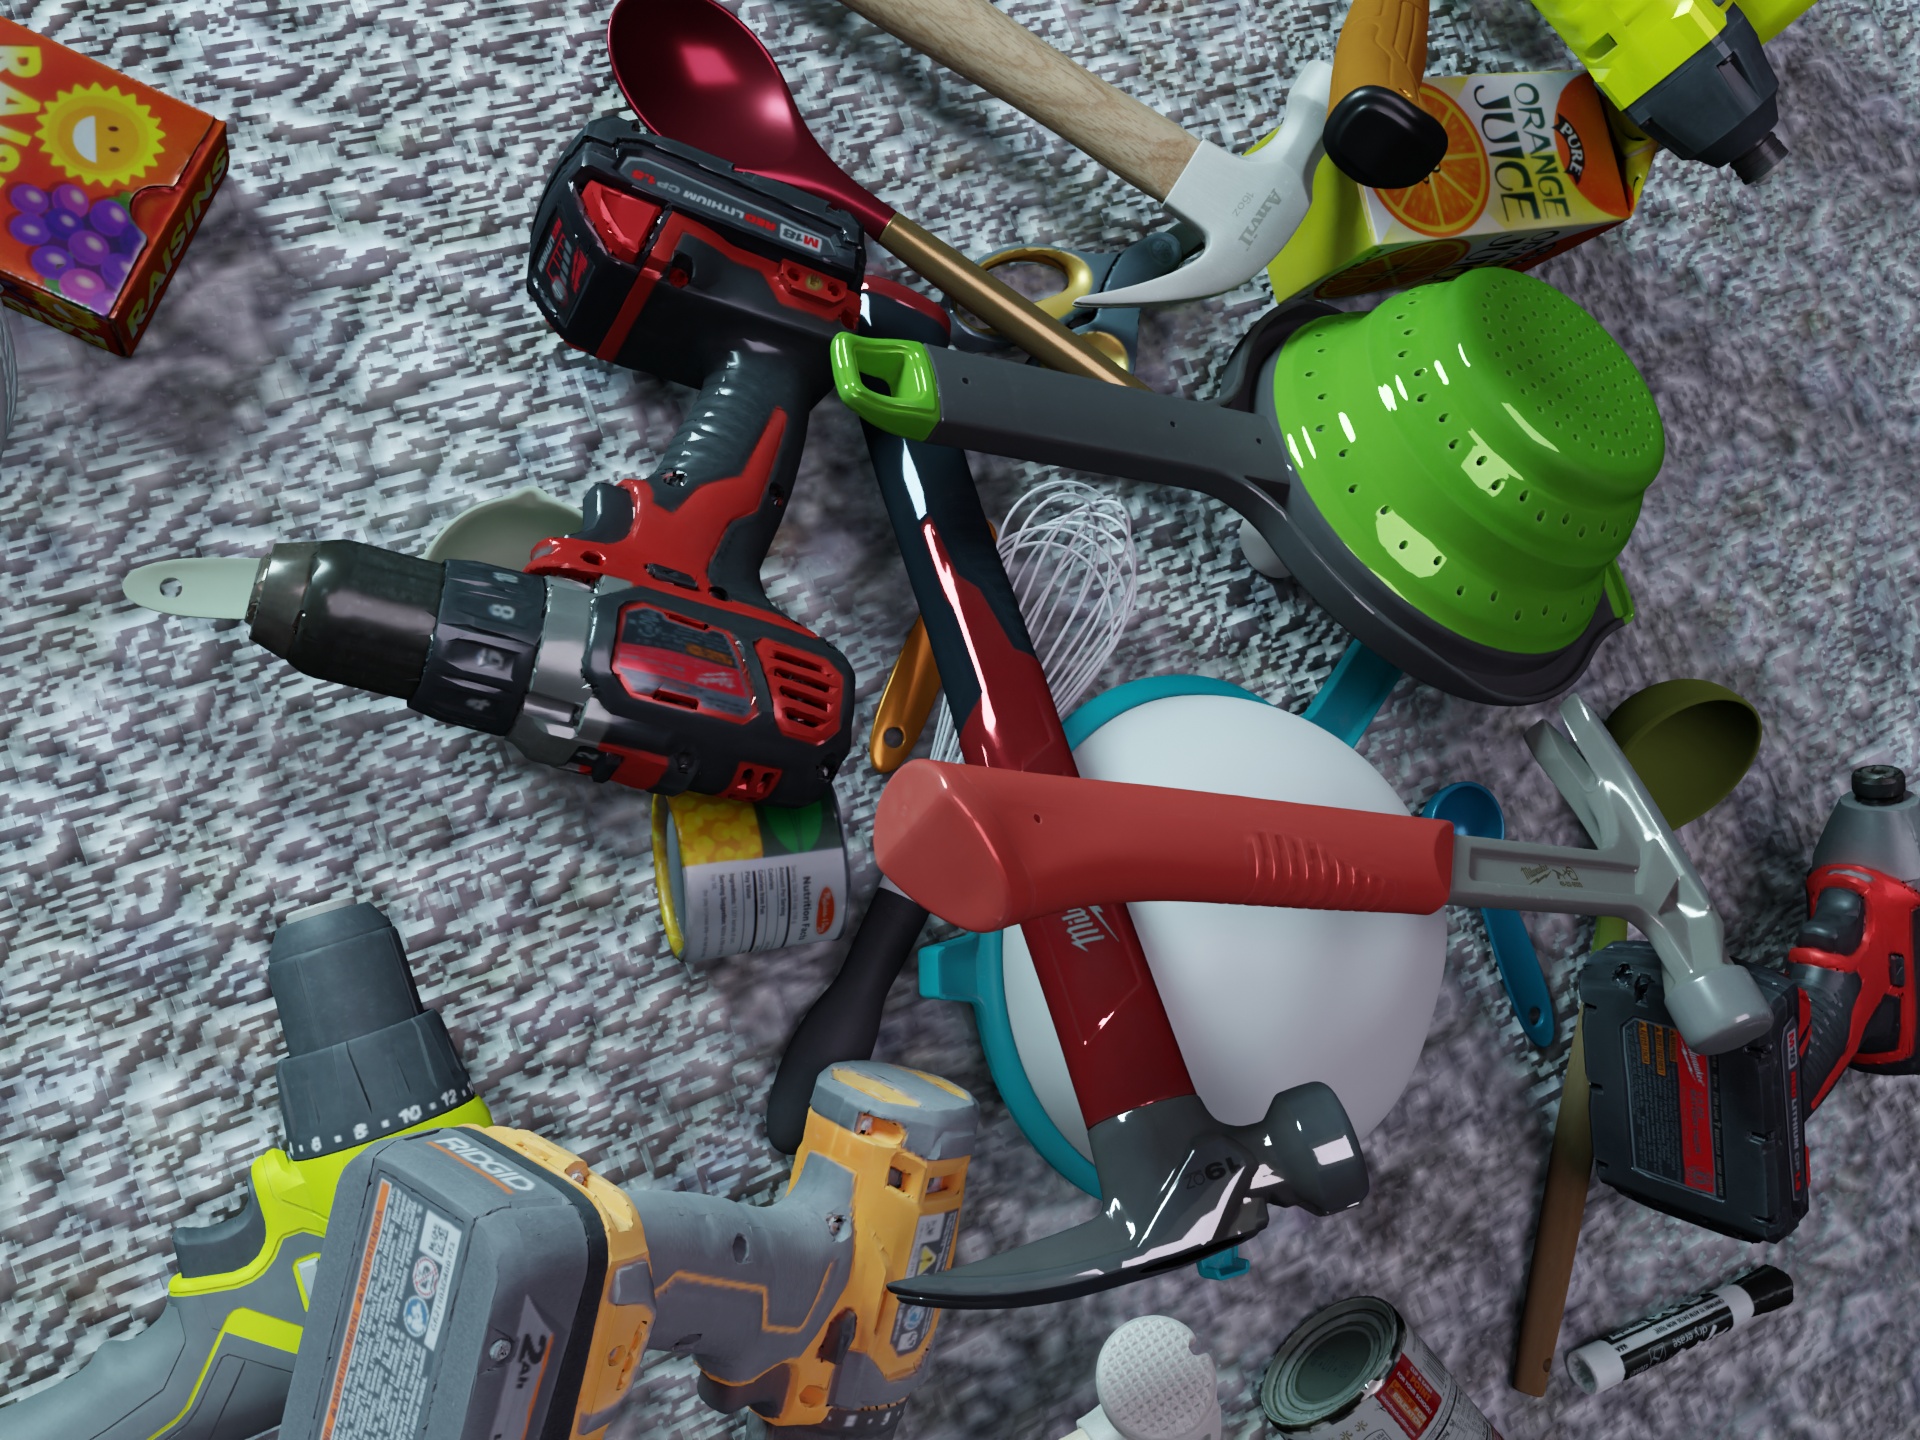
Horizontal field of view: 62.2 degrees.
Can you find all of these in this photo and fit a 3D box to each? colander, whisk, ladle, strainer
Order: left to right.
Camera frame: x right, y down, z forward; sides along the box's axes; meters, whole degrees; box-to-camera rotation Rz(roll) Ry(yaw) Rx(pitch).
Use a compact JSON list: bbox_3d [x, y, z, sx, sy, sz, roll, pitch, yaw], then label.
[{"bbox_3d":[-0.007,-0.186,0.645,0.315,0.031,0.069,34,66,-6],"label":"ladle"},{"bbox_3d":[-0.005,0.033,0.611,0.070,0.070,0.285,30,77,-13],"label":"whisk"},{"bbox_3d":[0.145,-0.121,0.612,0.396,0.094,0.205,5,58,-30],"label":"colander"},{"bbox_3d":[0.149,0.039,0.620,0.210,0.095,0.340,48,64,-21],"label":"strainer"},{"bbox_3d":[0.289,0.134,0.696,0.078,0.062,0.320,23,76,-32],"label":"ladle"}]

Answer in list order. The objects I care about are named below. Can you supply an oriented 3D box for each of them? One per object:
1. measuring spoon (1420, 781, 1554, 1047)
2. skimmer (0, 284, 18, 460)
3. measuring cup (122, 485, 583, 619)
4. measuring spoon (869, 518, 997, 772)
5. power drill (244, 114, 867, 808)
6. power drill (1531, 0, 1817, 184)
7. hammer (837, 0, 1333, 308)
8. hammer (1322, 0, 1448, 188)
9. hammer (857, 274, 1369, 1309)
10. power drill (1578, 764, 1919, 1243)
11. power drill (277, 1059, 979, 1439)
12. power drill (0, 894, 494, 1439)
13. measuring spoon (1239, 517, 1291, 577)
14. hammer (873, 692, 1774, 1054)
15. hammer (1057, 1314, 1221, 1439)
[{"bbox_3d":[0.234,0.087,0.708,0.042,0.021,0.128,-27,99,-24],"label":"measuring spoon"},{"bbox_3d":[-0.367,0.006,0.466,0.127,0.090,0.363,7,80,15],"label":"skimmer"},{"bbox_3d":[-0.200,-0.041,0.562,0.167,0.038,0.083,1,81,-17],"label":"measuring cup"},{"bbox_3d":[-0.010,-0.032,0.640,0.021,0.011,0.117,26,74,-14],"label":"measuring spoon"},{"bbox_3d":[-0.122,-0.089,0.539,0.187,0.080,0.227,15,62,-24],"label":"power drill"},{"bbox_3d":[0.333,-0.345,0.736,0.171,0.080,0.223,47,47,-6],"label":"power drill"},{"bbox_3d":[-0.008,-0.281,0.643,0.331,0.031,0.130,32,100,-1],"label":"hammer"},{"bbox_3d":[0.173,-0.303,0.653,0.127,0.034,0.337,33,41,-10],"label":"hammer"},{"bbox_3d":[-0.001,-0.002,0.551,0.143,0.038,0.387,-17,62,-3],"label":"hammer"},{"bbox_3d":[0.361,0.113,0.683,0.219,0.079,0.143,-21,109,-35],"label":"power drill"},{"bbox_3d":[-0.087,0.204,0.488,0.226,0.084,0.185,11,92,-54],"label":"power drill"},{"bbox_3d":[-0.252,0.173,0.487,0.228,0.080,0.190,-17,88,-24],"label":"power drill"},{"bbox_3d":[0.146,-0.124,0.707,0.034,0.018,0.124,10,77,-18],"label":"measuring spoon"},{"bbox_3d":[0.128,0.037,0.516,0.358,0.036,0.149,8,48,-35],"label":"hammer"},{"bbox_3d":[-0.087,0.337,0.515,0.410,0.146,0.038,-30,57,-12],"label":"hammer"}]
